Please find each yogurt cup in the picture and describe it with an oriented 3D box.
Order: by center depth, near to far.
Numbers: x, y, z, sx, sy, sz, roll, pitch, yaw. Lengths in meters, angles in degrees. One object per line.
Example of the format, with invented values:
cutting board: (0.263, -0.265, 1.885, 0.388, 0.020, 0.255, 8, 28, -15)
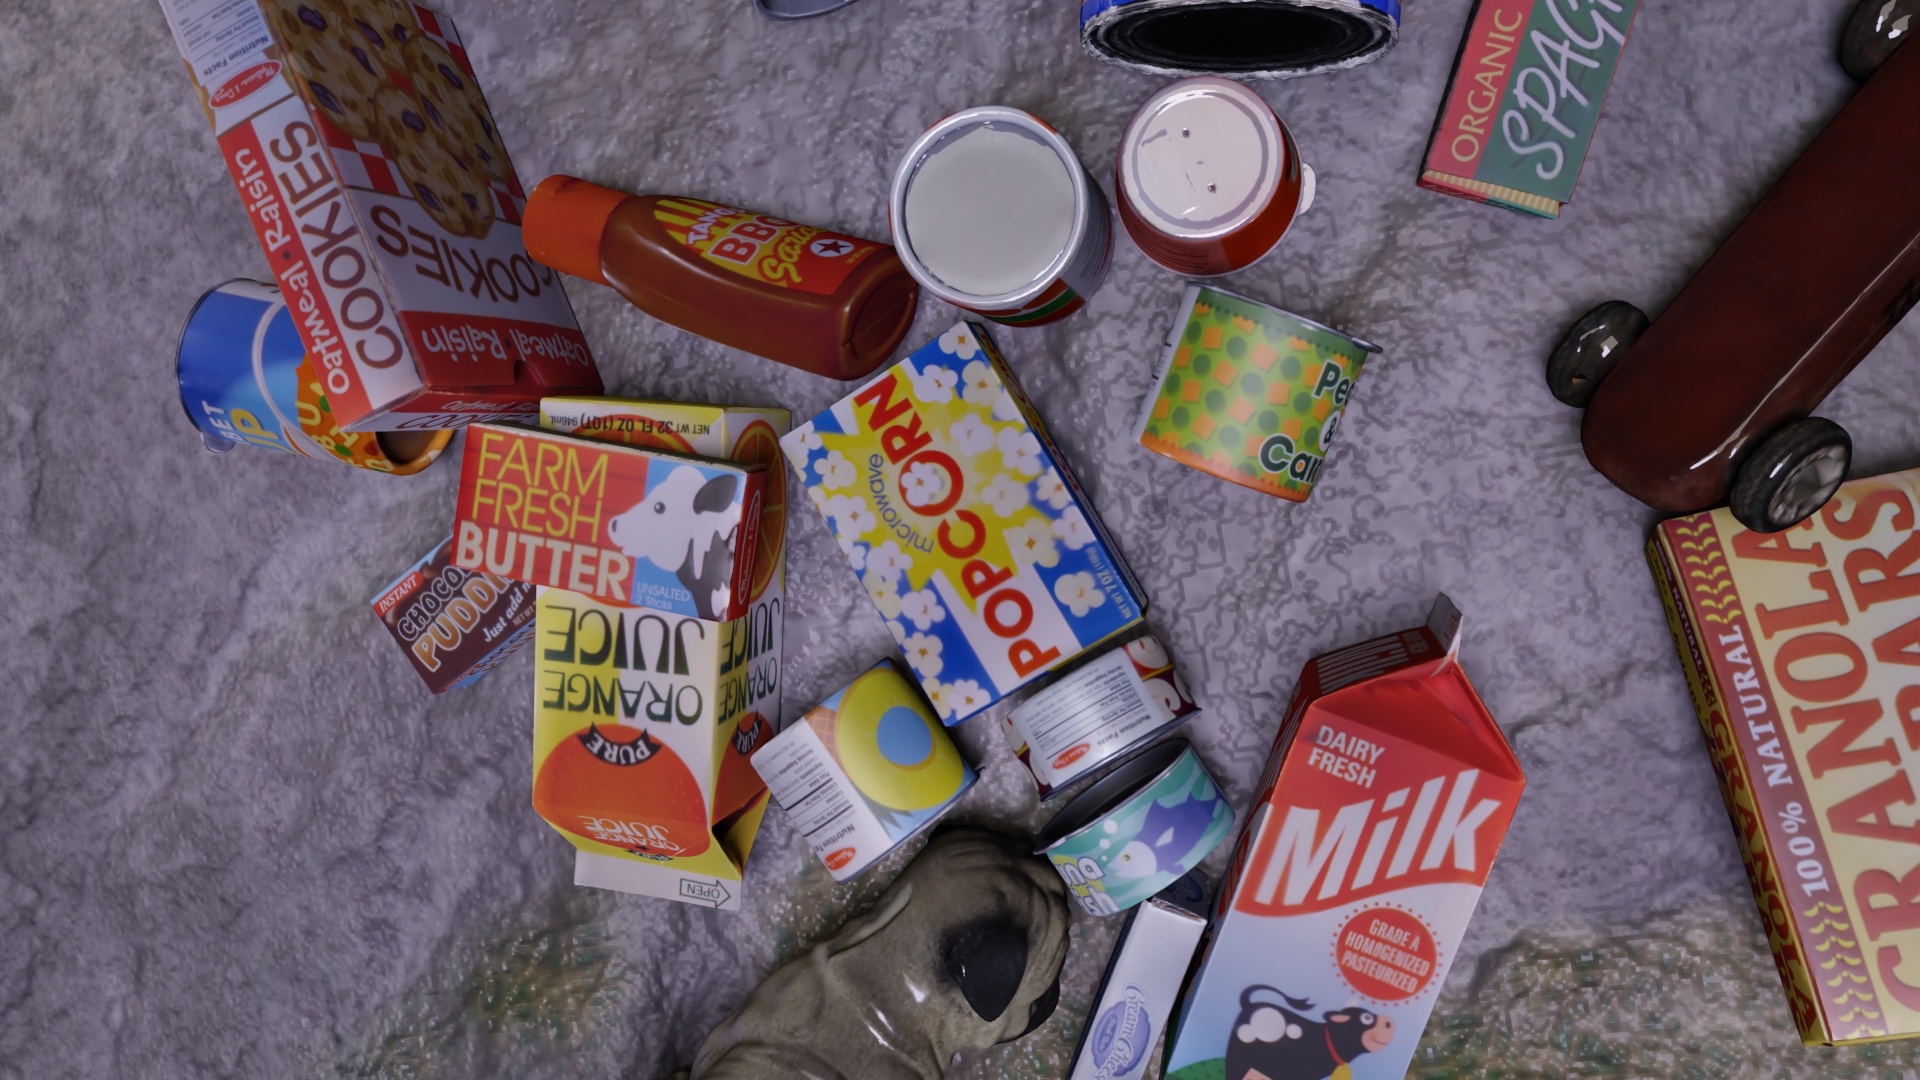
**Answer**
yogurt cup: (0.084, -0.127, 0.481, 0.072, 0.054, 0.072, 1, 95, 13)

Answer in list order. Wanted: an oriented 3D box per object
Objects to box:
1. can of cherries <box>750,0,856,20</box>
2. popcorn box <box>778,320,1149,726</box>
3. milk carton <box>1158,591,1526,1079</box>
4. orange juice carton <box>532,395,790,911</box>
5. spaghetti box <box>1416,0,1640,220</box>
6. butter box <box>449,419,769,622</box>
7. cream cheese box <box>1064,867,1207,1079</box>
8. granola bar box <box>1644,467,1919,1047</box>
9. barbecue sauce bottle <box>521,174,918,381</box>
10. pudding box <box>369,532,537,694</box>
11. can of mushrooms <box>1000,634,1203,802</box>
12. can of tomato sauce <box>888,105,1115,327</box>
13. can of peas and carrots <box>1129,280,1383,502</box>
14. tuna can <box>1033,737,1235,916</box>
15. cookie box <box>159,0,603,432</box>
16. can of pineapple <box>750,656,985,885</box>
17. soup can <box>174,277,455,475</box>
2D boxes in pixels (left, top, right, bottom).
can of cherries: (-0.056, -0.229, 0.493, 0.071, 0.071, 0.058, -23, 90, 13)
popcorn box: (0.002, -0.006, 0.516, 0.085, 0.038, 0.126, -31, 88, 13)
milk carton: (0.135, 0.110, 0.480, 0.073, 0.072, 0.190, 20, 98, 10)
orange juice carton: (-0.113, 0.043, 0.527, 0.072, 0.073, 0.192, 4, 96, 12)
spaghetti box: (0.214, -0.232, 0.457, 0.050, 0.029, 0.249, 18, 98, 10)
butter box: (-0.119, -0.008, 0.472, 0.103, 0.024, 0.053, 10, 97, 11)
cream cheese box: (0.062, 0.171, 0.510, 0.024, 0.053, 0.103, 21, 99, 8)
granola bar box: (0.302, 0.061, 0.427, 0.124, 0.039, 0.166, -13, 69, 13)
barbecue sauce bottle: (-0.094, -0.102, 0.519, 0.148, 0.065, 0.043, 19, 127, 19)
pudding box: (-0.190, 0.019, 0.563, 0.083, 0.030, 0.049, -36, 86, 12)
can of mushrooms: (0.050, 0.064, 0.498, 0.071, 0.071, 0.033, -33, 77, 13)
can of tomato sauce: (0.015, -0.109, 0.482, 0.071, 0.083, 0.071, 1, 95, 12)
can of peas and carrots: (0.101, -0.050, 0.477, 0.071, 0.071, 0.058, 22, 100, 9)
tuna can: (0.061, 0.103, 0.497, 0.071, 0.071, 0.033, -35, 88, 13)
cookie box: (-0.204, -0.123, 0.507, 0.040, 0.123, 0.167, -23, 90, 14)
can of pineapple: (-0.035, 0.084, 0.519, 0.071, 0.071, 0.058, -37, 87, 13)
soup can: (-0.252, -0.062, 0.551, 0.084, 0.071, 0.071, 12, 97, 11)
